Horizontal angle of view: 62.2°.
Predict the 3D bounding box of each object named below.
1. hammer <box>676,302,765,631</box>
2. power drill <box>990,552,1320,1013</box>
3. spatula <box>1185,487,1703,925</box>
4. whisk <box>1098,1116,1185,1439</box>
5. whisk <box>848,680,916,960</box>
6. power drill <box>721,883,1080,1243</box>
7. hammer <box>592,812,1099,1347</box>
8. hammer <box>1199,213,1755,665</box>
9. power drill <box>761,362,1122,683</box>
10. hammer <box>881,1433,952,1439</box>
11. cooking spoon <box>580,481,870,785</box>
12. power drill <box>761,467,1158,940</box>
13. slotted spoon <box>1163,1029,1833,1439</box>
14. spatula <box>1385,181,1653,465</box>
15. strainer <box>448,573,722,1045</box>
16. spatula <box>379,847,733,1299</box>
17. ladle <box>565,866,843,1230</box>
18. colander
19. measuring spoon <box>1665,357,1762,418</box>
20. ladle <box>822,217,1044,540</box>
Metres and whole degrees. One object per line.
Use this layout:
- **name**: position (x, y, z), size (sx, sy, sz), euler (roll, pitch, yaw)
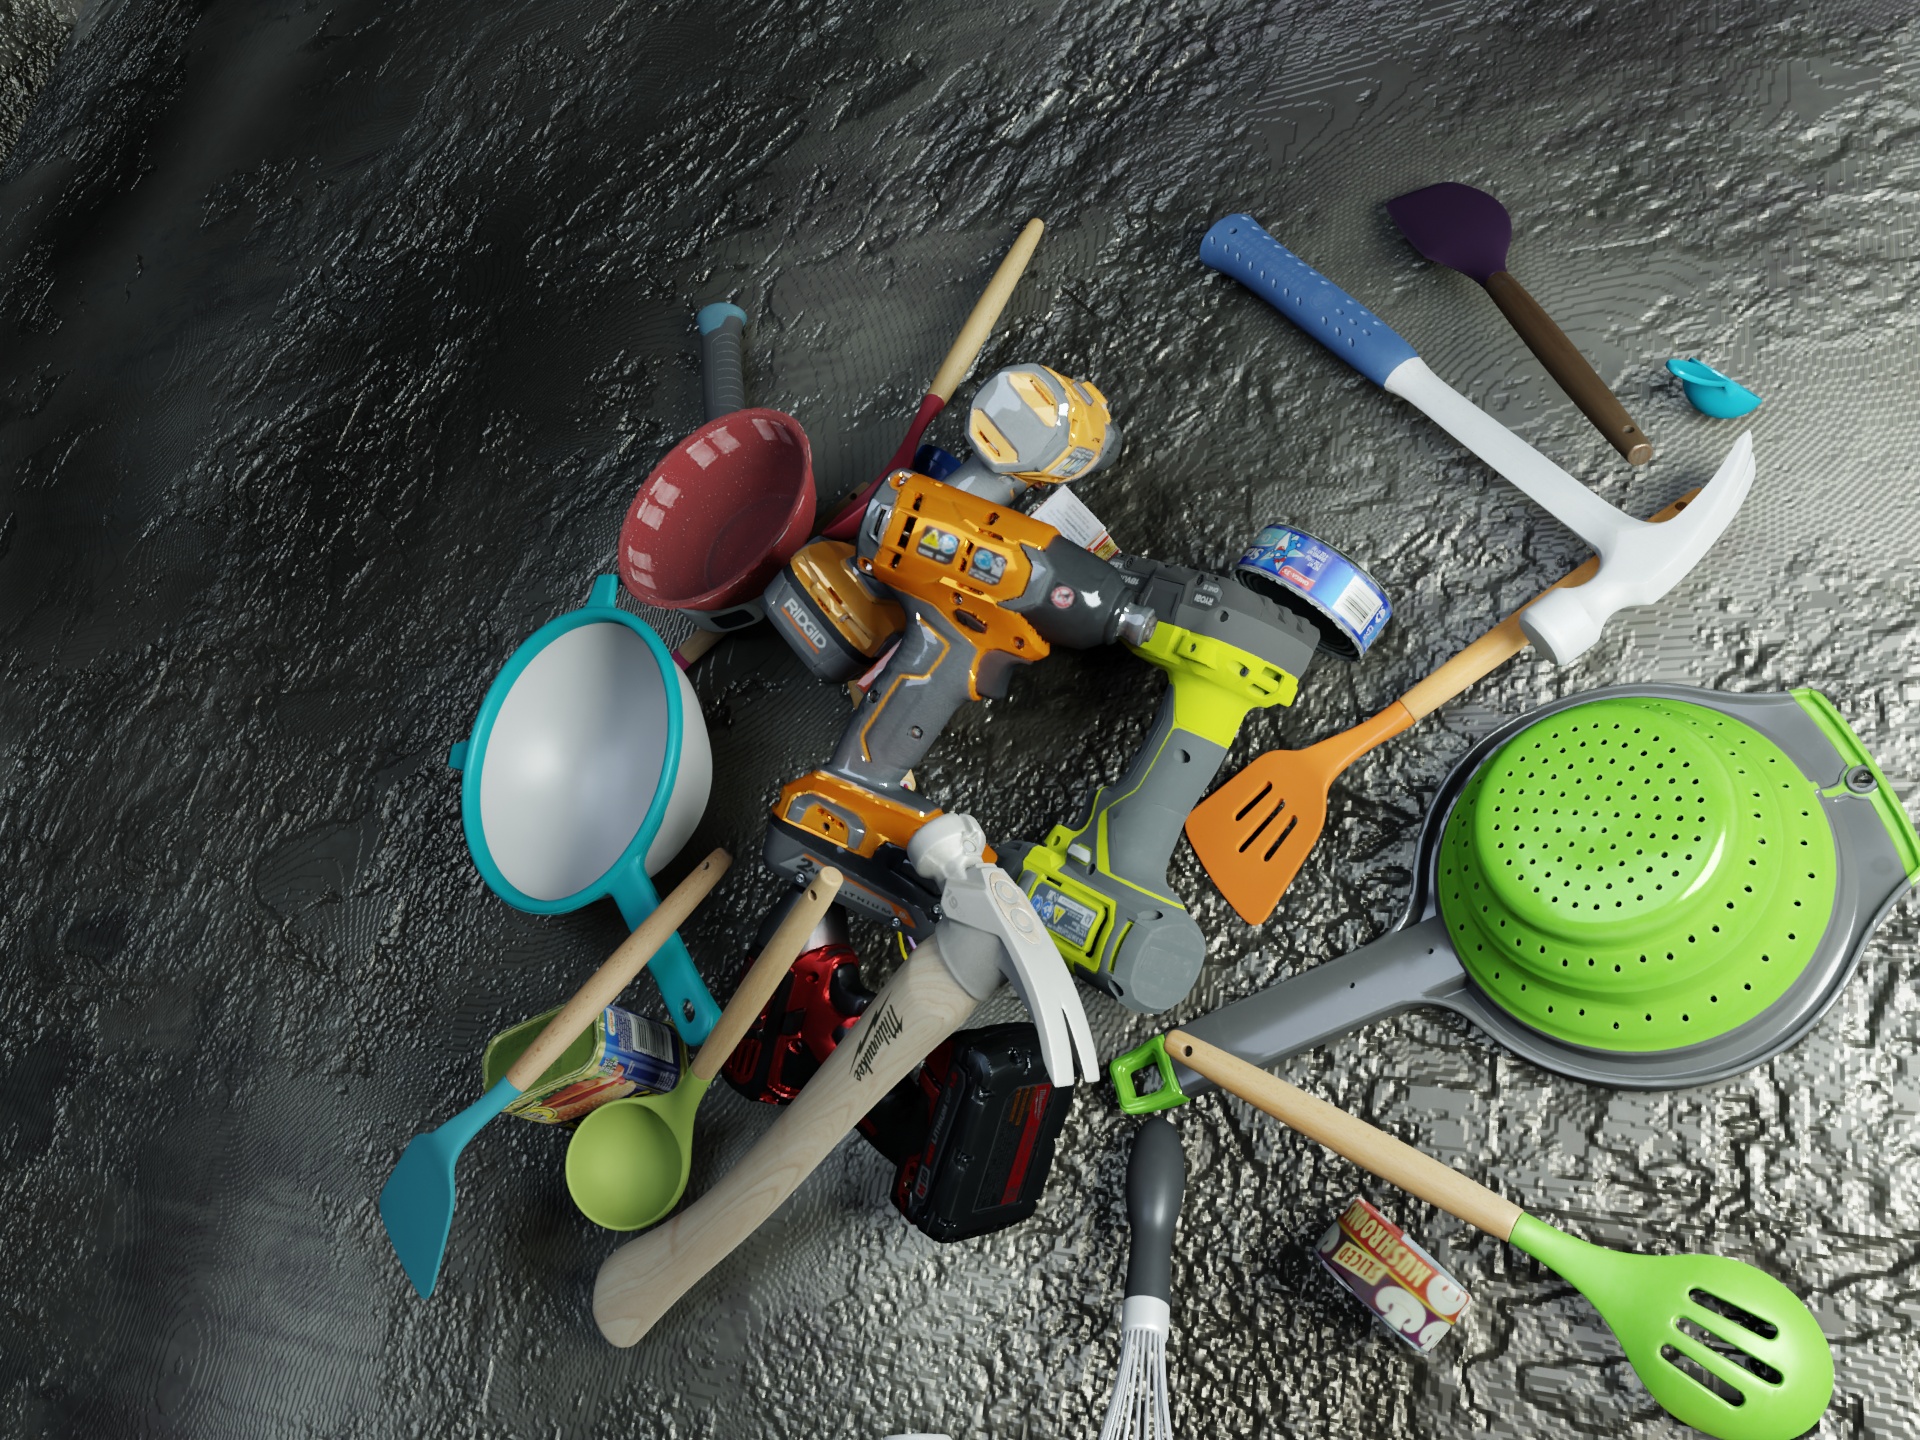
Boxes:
- **hammer**: position (-0.176, -0.202, 1.205), size (0.128, 0.033, 0.331), euler (-24, 51, 20)
- **power drill**: position (0.091, 0.028, 0.877), size (0.171, 0.080, 0.223), euler (23, 90, 54)
- **spatula**: position (0.259, -0.016, 0.844), size (0.322, 0.041, 0.081), euler (-37, 52, 7)
- **whisk**: position (0.083, 0.309, 0.733), size (0.070, 0.070, 0.285), euler (-17, 38, 26)
- **whisk**: position (-0.036, 0.060, 0.987), size (0.047, 0.051, 0.245), euler (-37, 48, 19)
- **power drill**: position (-0.044, 0.179, 0.887), size (0.220, 0.078, 0.143), euler (25, 103, 42)
- **hammer**: position (-0.085, 0.233, 0.845), size (0.410, 0.038, 0.146), euler (-50, 54, 30)
- **hammer**: position (0.265, -0.196, 0.908), size (0.144, 0.035, 0.406), euler (-37, 48, 3)
- **power drill**: position (0.003, -0.125, 0.985), size (0.226, 0.185, 0.084), euler (-42, 81, 18)
- **hammer**: position (0.131, 0.385, 0.710), size (0.386, 0.038, 0.143), euler (-17, 59, 26)
- **cooking spoon**: position (-0.182, -0.064, 1.161), size (0.319, 0.017, 0.069), euler (-41, 60, 10)
- **power drill**: position (-0.001, -0.003, 0.853), size (0.164, 0.084, 0.226), euler (23, 100, 14)
- **slotted spoon**: position (0.224, 0.216, 0.715), size (0.314, 0.031, 0.070), euler (25, 84, 33)
- **spatula**: position (0.308, -0.230, 0.876), size (0.060, 0.018, 0.316), euler (-17, 41, 6)
- **strainer**: position (-0.210, 0.079, 1.061), size (0.211, 0.095, 0.341), euler (-45, 56, 17)
- **spatula**: position (-0.243, 0.200, 0.953), size (0.317, 0.044, 0.082), euler (-47, 50, -2)
- **ladle**: position (-0.145, 0.188, 0.897), size (0.078, 0.062, 0.320), euler (48, 129, 17)
- **colander**: position (0.232, 0.095, 0.755), size (0.397, 0.094, 0.205), euler (-28, 54, 19)
- **measuring spoon**: position (0.366, -0.164, 0.791), size (0.042, 0.128, 0.021), euler (42, 119, 24)
- **ladle**: position (-0.008, -0.238, 1.094), size (0.069, 0.031, 0.315), euler (-17, 40, 55)
